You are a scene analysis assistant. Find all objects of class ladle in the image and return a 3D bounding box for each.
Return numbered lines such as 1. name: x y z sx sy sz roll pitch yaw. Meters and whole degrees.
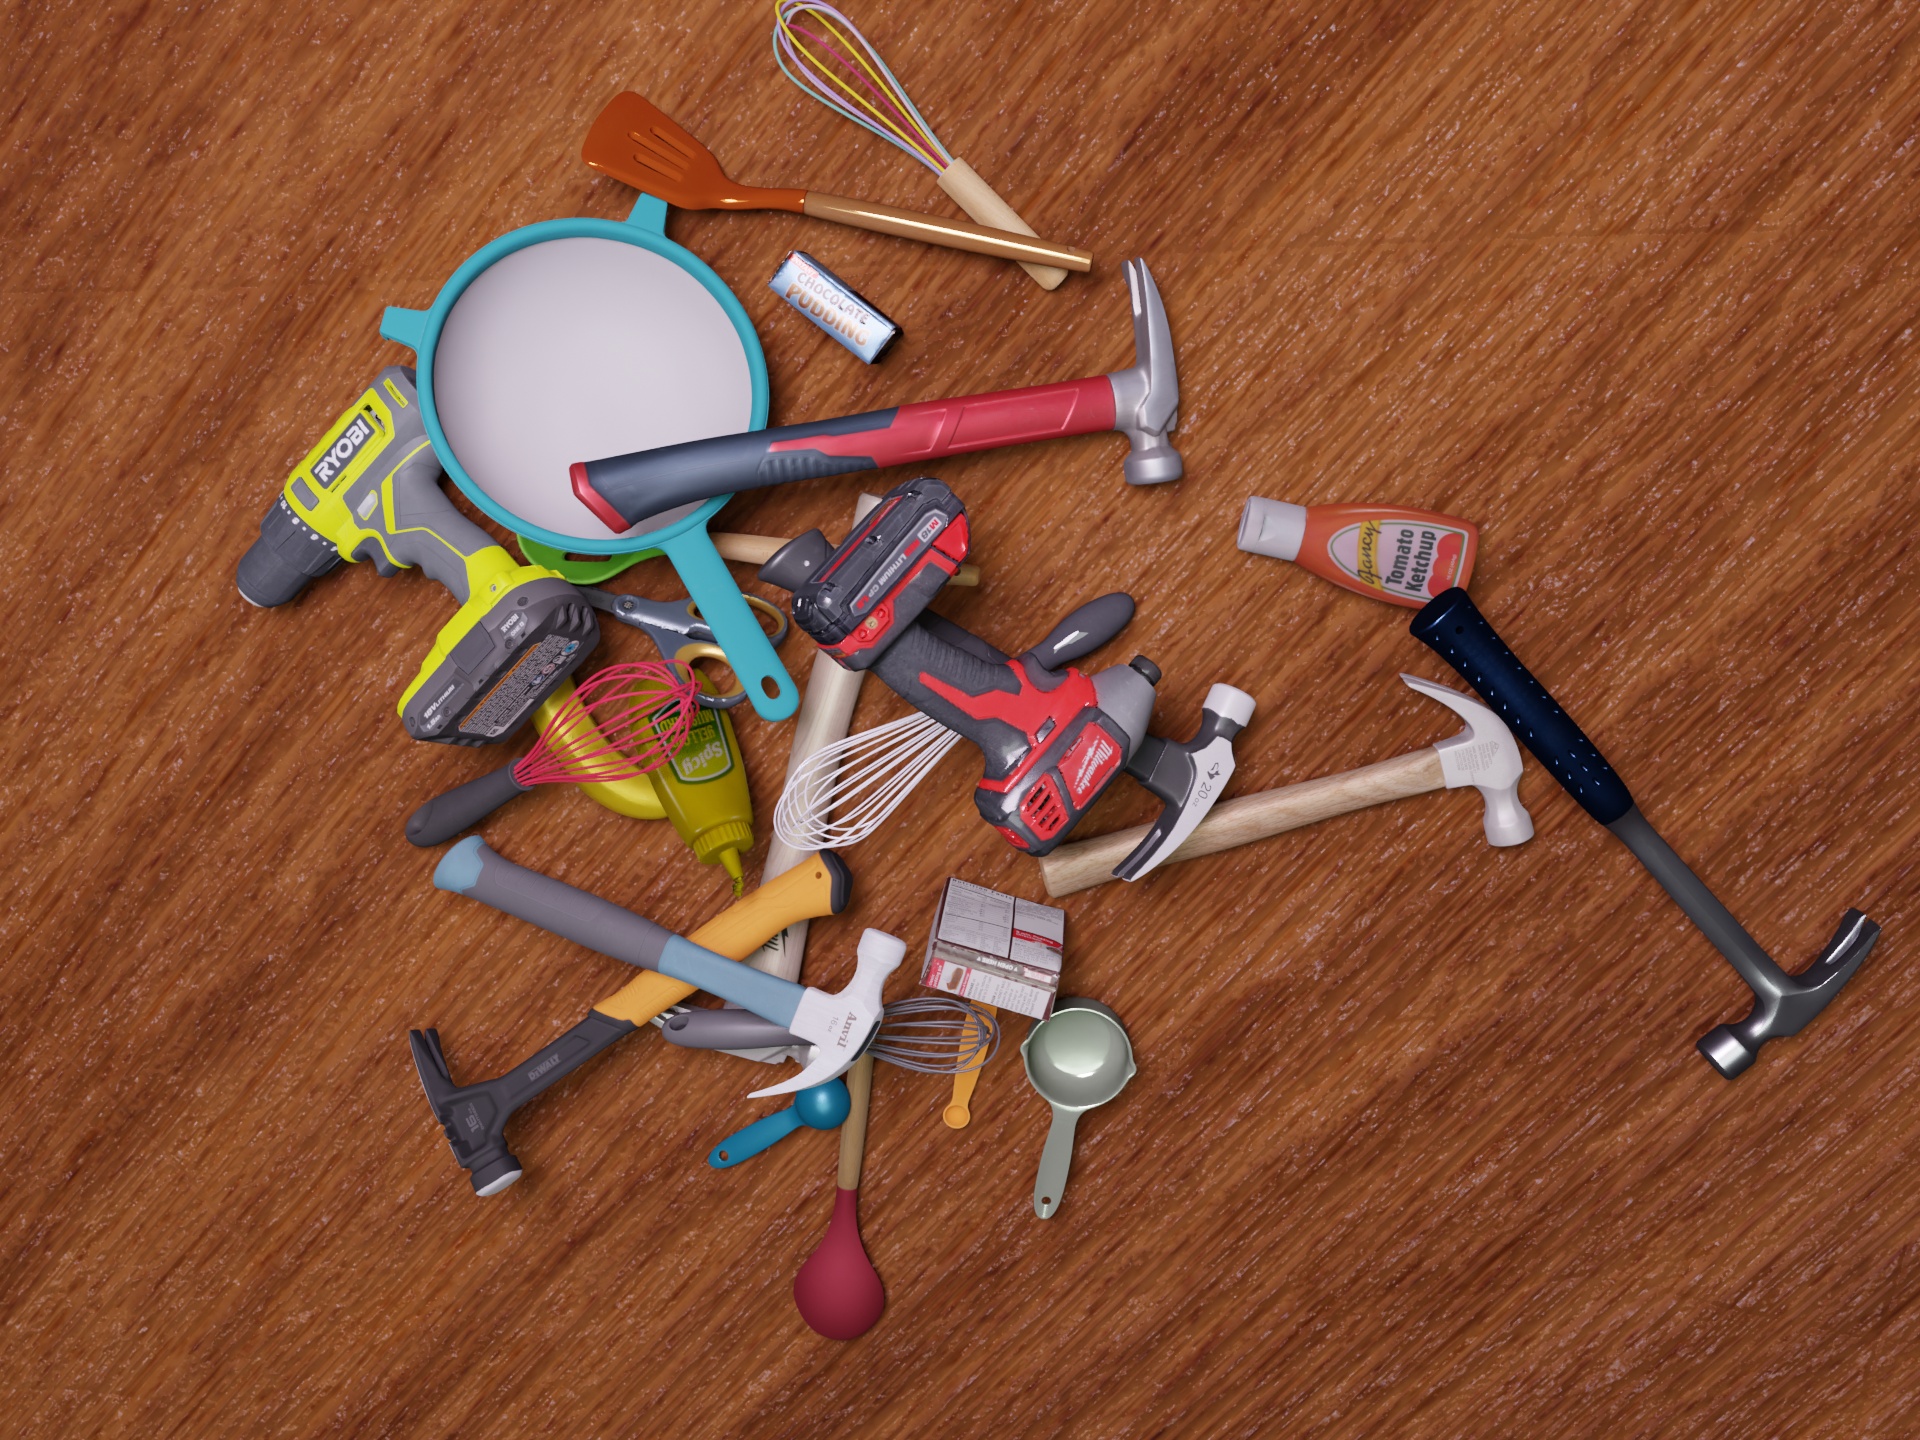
1. ladle: -0.079 0.316 1.163 0.069 0.031 0.315 7 101 3

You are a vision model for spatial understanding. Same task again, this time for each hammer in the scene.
1. hammer: 0.446 0.064 1.054 0.144 0.035 0.405 -43 103 10
2. hammer: 0.023 -0.022 1.015 0.334 0.035 0.146 28 84 -15
3. hammer: 0.214 0.060 1.089 0.331 0.031 0.130 -16 101 7
4. hammer: -0.206 0.149 1.060 0.331 0.033 0.128 19 84 16
5. hammer: -0.048 -0.190 0.984 0.386 0.038 0.143 -12 102 -15
6. hammer: -0.113 0.042 1.101 0.146 0.038 0.410 16 102 1
7. hammer: -0.222 0.185 1.093 0.337 0.034 0.127 -34 74 6

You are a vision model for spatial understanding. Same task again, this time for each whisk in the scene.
1. whisk: -0.091 0.215 1.091 0.239 0.055 0.055 -1 102 10
2. whisk: -0.002 -0.004 1.055 0.284 0.070 0.070 -34 99 -7
3. whisk: -0.026 -0.362 1.006 0.245 0.047 0.051 43 100 -9
4. whisk: -0.278 0.030 1.054 0.296 0.073 0.073 -24 101 32

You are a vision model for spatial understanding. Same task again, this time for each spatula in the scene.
1. spatula: -0.073 -0.328 0.999 0.322 0.081 0.041 13 144 5

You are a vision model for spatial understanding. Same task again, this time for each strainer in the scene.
1. strainer: -0.202 -0.146 1.017 0.211 0.095 0.340 -31 94 -17

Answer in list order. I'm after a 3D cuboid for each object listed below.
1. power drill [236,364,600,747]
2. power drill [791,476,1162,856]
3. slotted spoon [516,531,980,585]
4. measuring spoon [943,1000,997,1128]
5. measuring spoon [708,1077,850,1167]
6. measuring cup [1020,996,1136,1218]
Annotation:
1. power drill: -0.361 -0.092 1.037 0.190 0.080 0.229 -45 74 10
2. power drill: 0.018 -0.037 0.959 0.219 0.078 0.143 44 80 -15
3. slotted spoon: -0.141 -0.112 1.052 0.314 0.031 0.070 7 86 10
4. measuring spoon: 0.008 0.240 1.151 0.021 0.011 0.117 13 99 0
5. measuring spoon: -0.137 0.297 1.154 0.128 0.021 0.042 -32 82 17
6. measuring cup: 0.075 0.276 1.141 0.083 0.038 0.167 11 104 1
